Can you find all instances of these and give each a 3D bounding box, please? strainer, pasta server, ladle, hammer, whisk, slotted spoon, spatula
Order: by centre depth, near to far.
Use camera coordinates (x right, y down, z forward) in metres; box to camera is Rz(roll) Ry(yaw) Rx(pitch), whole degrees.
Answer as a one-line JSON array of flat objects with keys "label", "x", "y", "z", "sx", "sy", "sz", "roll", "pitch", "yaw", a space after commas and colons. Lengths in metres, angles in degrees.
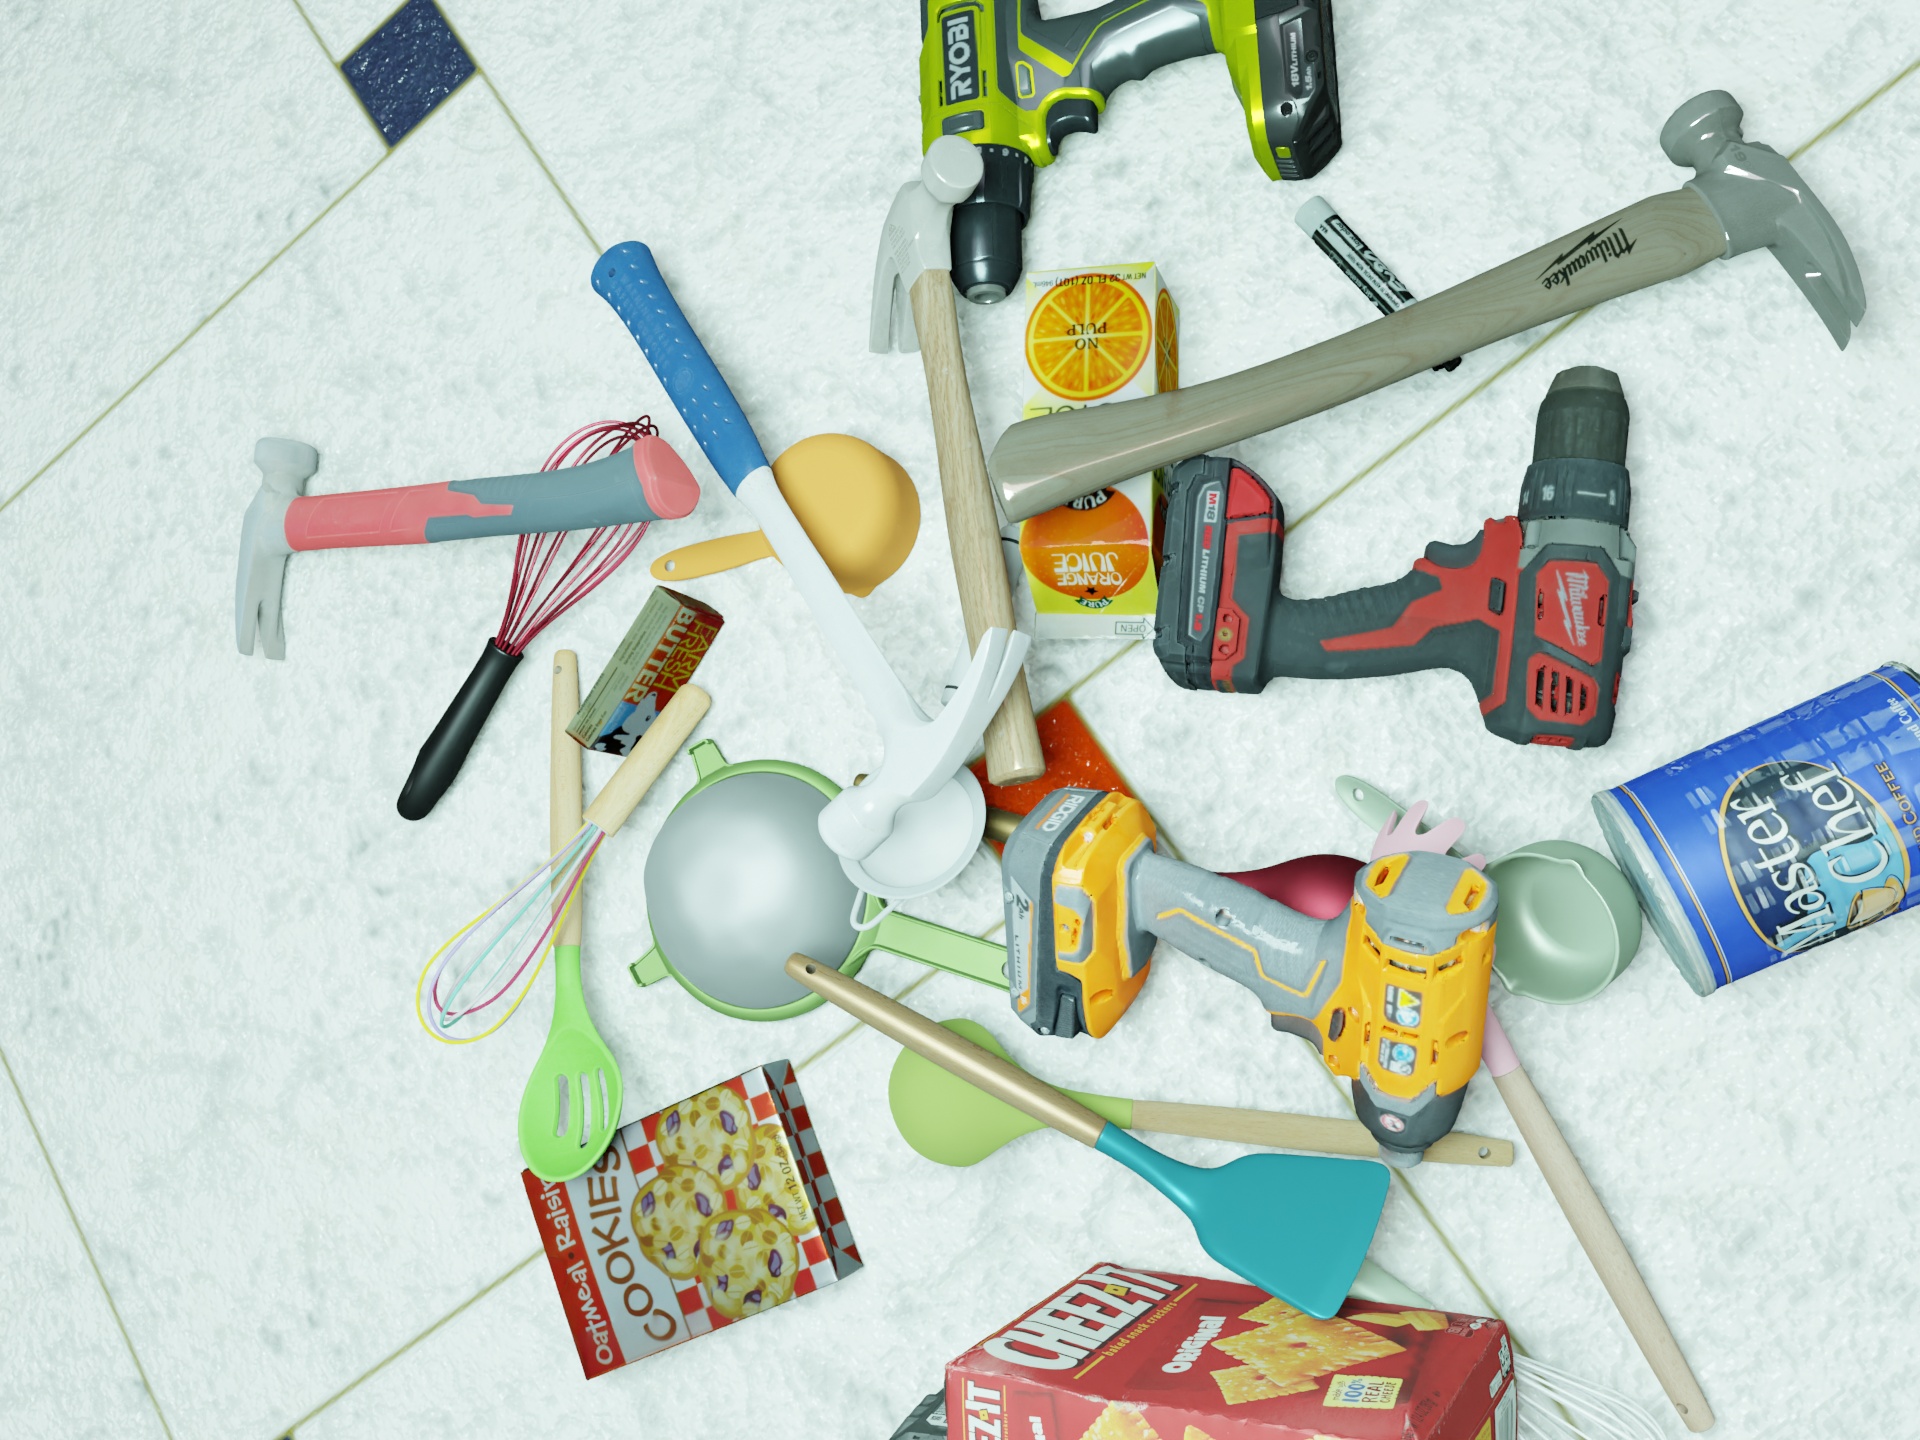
[{"label": "pasta server", "x": 0.279, "y": 0.188, "z": 0.760, "sx": 0.040, "sy": 0.060, "sz": 0.316, "roll": -25, "pitch": 84, "yaw": -31}, {"label": "hammer", "x": 0.213, "y": -0.174, "z": 0.770, "sx": 0.410, "sy": 0.038, "sz": 0.146, "roll": -21, "pitch": 64, "yaw": 3}, {"label": "whisk", "x": 0.230, "y": 0.299, "z": 0.771, "sx": 0.246, "sy": 0.059, "sz": 0.058, "roll": 31, "pitch": 58, "yaw": 22}, {"label": "spatula", "x": 0.049, "y": 0.187, "z": 0.788, "sx": 0.317, "sy": 0.044, "sz": 0.082, "roll": 26, "pitch": 59, "yaw": 14}, {"label": "ladle", "x": 0.117, "y": 0.205, "z": 0.824, "sx": 0.320, "sy": 0.062, "sz": 0.078, "roll": 3, "pitch": 83, "yaw": 12}, {"label": "hammer", "x": 0.001, "y": -0.128, "z": 0.846, "sx": 0.031, "sy": 0.130, "sz": 0.331, "roll": -5, "pitch": 78, "yaw": -22}, {"label": "ladle", "x": 0.083, "y": 0.074, "z": 0.852, "sx": 0.315, "sy": 0.031, "sz": 0.069, "roll": 15, "pitch": 90, "yaw": 21}, {"label": "strainer", "x": -0.001, "y": -0.003, "z": 0.867, "sx": 0.087, "sy": 0.050, "sz": 0.258, "roll": 12, "pitch": 75, "yaw": 30}, {"label": "hammer", "x": -0.104, "y": -0.126, "z": 0.869, "sx": 0.144, "sy": 0.035, "sz": 0.406, "roll": -45, "pitch": 61, "yaw": 23}, {"label": "strainer", "x": -0.075, "y": 0.108, "z": 0.875, "sx": 0.256, "sy": 0.069, "sz": 0.151, "roll": 15, "pitch": 89, "yaw": 20}, {"label": "whisk", "x": -0.223, "y": 0.076, "z": 0.904, "sx": 0.047, "sy": 0.051, "sz": 0.245, "roll": 29, "pitch": 71, "yaw": 18}, {"label": "slotted spoon", "x": -0.228, "y": 0.107, "z": 0.930, "sx": 0.070, "sy": 0.031, "sz": 0.314, "roll": -12, "pitch": 72, "yaw": 21}, {"label": "hammer", "x": -0.305, "y": -0.108, "z": 0.936, "sx": 0.386, "sy": 0.038, "sz": 0.143, "roll": 2, "pitch": 85, "yaw": 36}, {"label": "whisk", "x": -0.265, "y": -0.060, "z": 0.962, "sx": 0.073, "sy": 0.073, "sz": 0.296, "roll": 38, "pitch": 102, "yaw": 18}]

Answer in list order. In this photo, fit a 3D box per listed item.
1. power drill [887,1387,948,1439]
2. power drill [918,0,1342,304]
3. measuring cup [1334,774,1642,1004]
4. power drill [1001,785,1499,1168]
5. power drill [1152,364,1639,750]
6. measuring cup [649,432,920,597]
[{"label": "power drill", "x": 0.024, "y": 0.463, "z": 0.802, "sx": 0.171, "sy": 0.080, "sz": 0.223, "roll": -2, "pitch": 86, "yaw": 18}, {"label": "power drill", "x": 0.086, "y": -0.337, "z": 0.870, "sx": 0.228, "sy": 0.080, "sz": 0.190, "roll": -5, "pitch": 82, "yaw": 20}, {"label": "measuring cup", "x": 0.259, "y": 0.071, "z": 0.788, "sx": 0.168, "sy": 0.038, "sz": 0.083, "roll": 40, "pitch": 132, "yaw": 36}, {"label": "power drill", "x": 0.138, "y": 0.126, "z": 0.769, "sx": 0.226, "sy": 0.084, "sz": 0.164, "roll": 12, "pitch": 122, "yaw": 28}, {"label": "power drill", "x": 0.221, "y": -0.088, "z": 0.799, "sx": 0.227, "sy": 0.080, "sz": 0.188, "roll": 6, "pitch": 86, "yaw": 16}, {"label": "measuring cup", "x": -0.112, "y": -0.111, "z": 0.920, "sx": 0.173, "sy": 0.052, "sz": 0.095, "roll": -13, "pitch": 80, "yaw": 14}]
